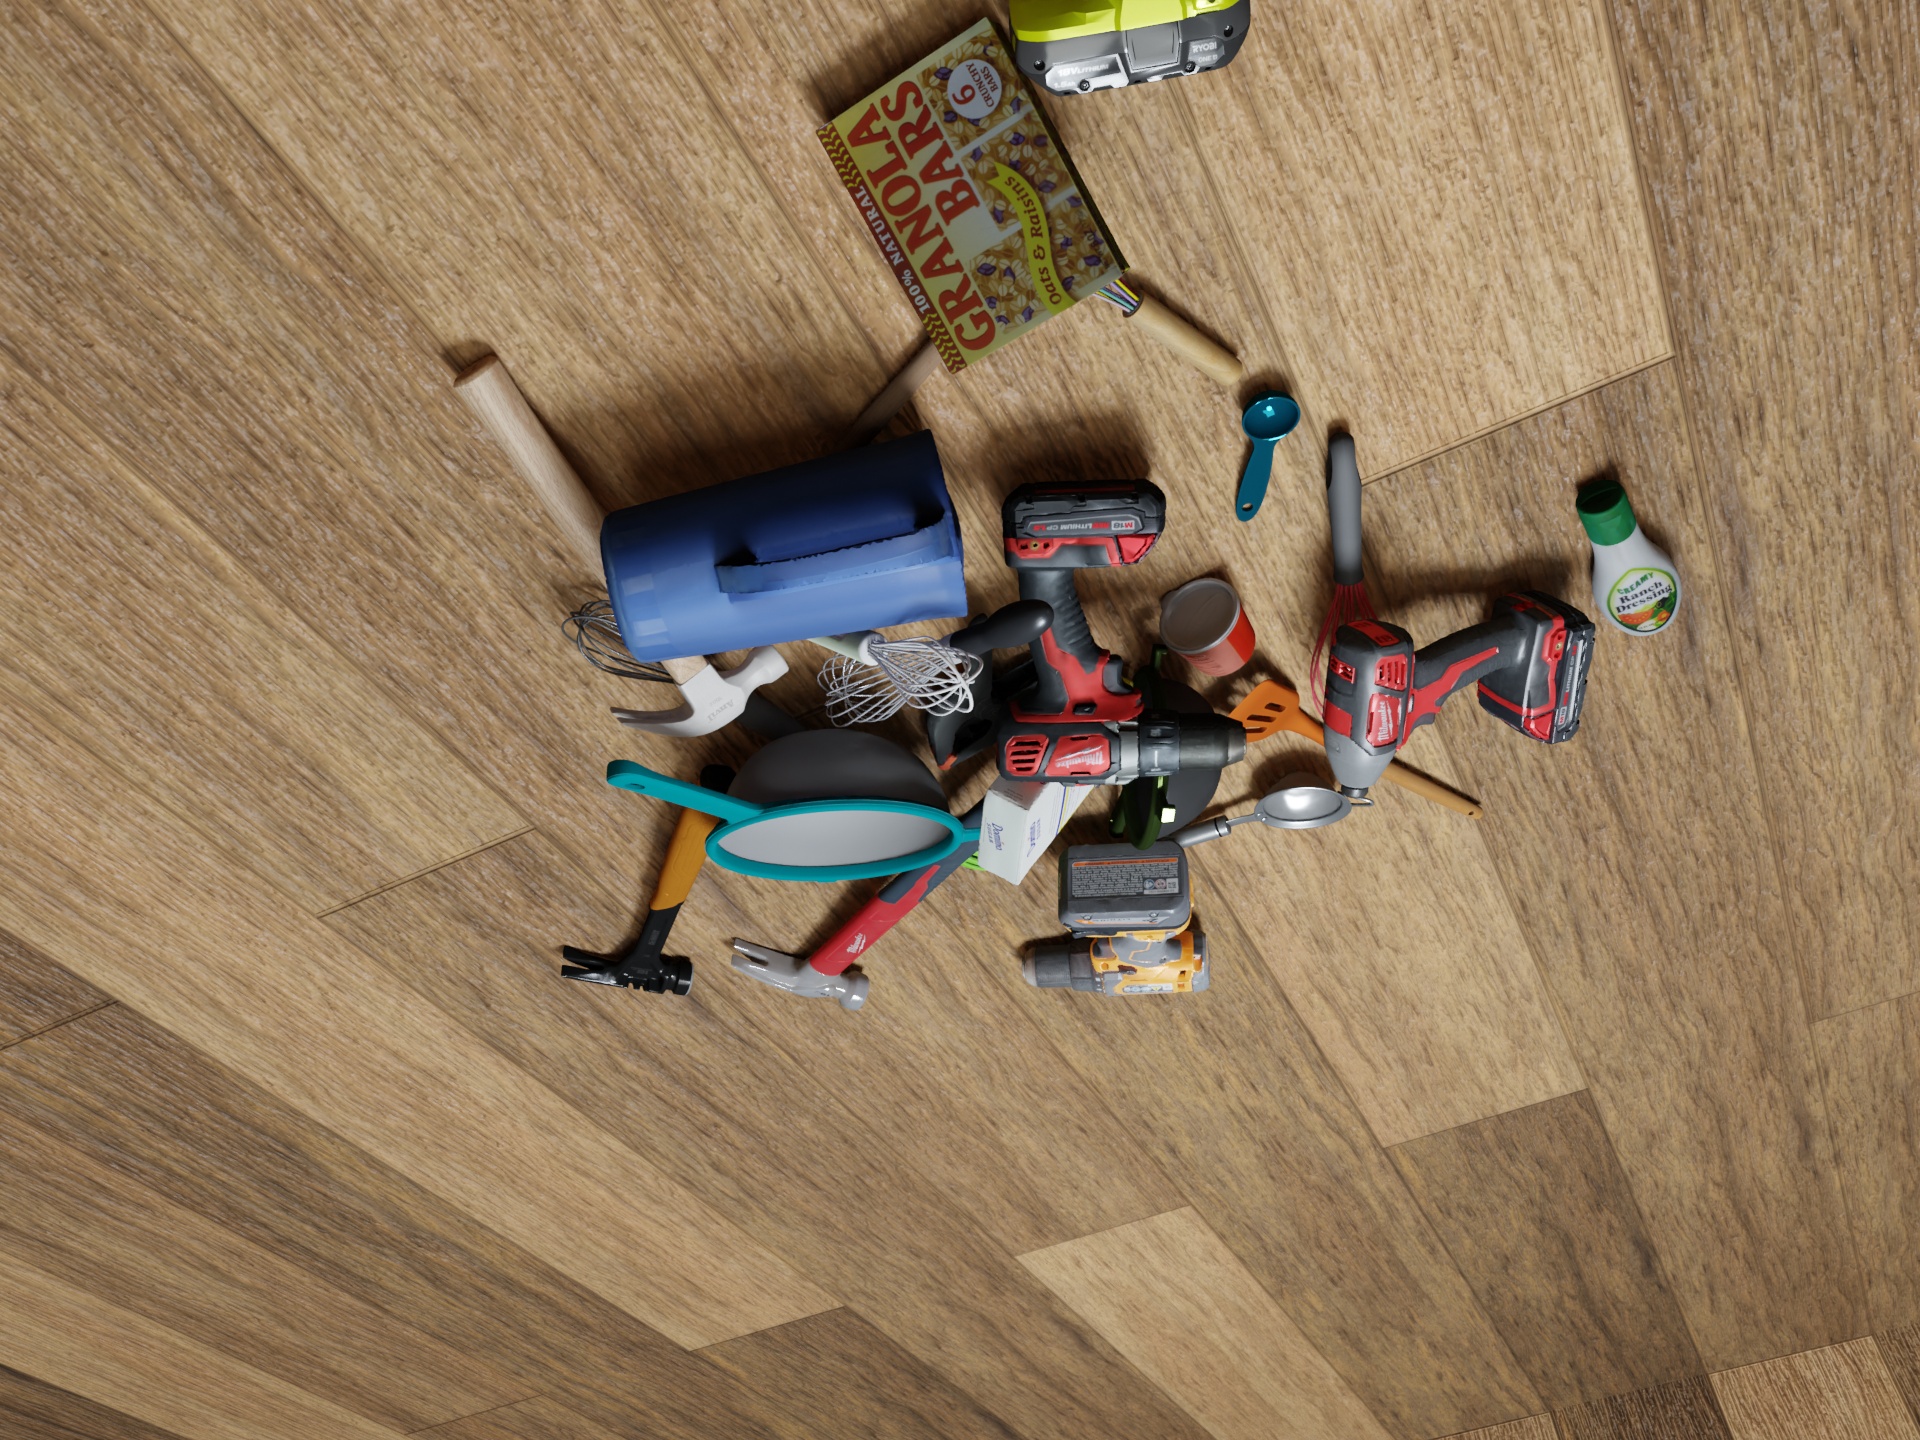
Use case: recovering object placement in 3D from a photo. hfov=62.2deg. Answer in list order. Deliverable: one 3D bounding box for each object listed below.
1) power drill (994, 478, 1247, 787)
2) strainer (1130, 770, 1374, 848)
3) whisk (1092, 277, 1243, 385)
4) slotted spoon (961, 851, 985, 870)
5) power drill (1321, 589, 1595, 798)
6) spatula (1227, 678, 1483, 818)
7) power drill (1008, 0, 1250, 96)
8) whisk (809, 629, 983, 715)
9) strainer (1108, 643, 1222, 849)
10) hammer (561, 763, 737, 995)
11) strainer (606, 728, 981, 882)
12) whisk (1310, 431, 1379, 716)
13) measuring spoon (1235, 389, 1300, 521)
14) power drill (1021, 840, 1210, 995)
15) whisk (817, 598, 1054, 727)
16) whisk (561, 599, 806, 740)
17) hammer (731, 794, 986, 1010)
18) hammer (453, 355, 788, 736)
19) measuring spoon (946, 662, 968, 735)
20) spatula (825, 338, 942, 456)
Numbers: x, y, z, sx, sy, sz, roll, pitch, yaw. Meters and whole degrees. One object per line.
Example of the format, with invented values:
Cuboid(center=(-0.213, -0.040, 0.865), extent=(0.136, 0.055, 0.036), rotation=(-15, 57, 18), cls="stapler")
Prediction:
Cuboid(center=(0.116, -0.060, 1.172), extent=(0.188, 0.080, 0.226), rotation=(-1, 106, 6), cls="power drill")
Cuboid(center=(0.246, 0.091, 1.447), extent=(0.258, 0.050, 0.086), rotation=(-19, 145, 22), cls="strainer")
Cuboid(center=(0.101, -0.286, 1.048), extent=(0.244, 0.051, 0.047), rotation=(25, 122, -31), cls="whisk")
Cuboid(center=(-0.087, 0.102, 1.436), extent=(0.313, 0.031, 0.070), rotation=(7, 139, -10), cls="slotted spoon")
Cuboid(center=(0.383, -0.020, 1.252), extent=(0.219, 0.079, 0.143), rotation=(-12, 119, -21), cls="power drill")
Cuboid(center=(0.352, 0.036, 1.400), extent=(0.322, 0.041, 0.081), rotation=(23, 122, -27), cls="spatula")
Cuboid(center=(0.067, -0.462, 0.843), extent=(0.190, 0.080, 0.228), rotation=(-9, 133, 3), cls="power drill")
Cuboid(center=(-0.060, -0.051, 1.160), extent=(0.058, 0.246, 0.059), rotation=(-39, 121, -18), cls="whisk")
Cuboid(center=(0.174, 0.052, 1.345), extent=(0.069, 0.152, 0.256), rotation=(2, 157, -3), cls="strainer")
Cuboid(center=(-0.268, 0.149, 1.443), extent=(0.127, 0.034, 0.336), rotation=(12, 137, -18), cls="hammer")
Cuboid(center=(-0.145, 0.046, 1.265), extent=(0.211, 0.095, 0.340), rotation=(-19, 154, 34), cls="strainer")
Cuboid(center=(0.305, -0.098, 1.249), extent=(0.073, 0.073, 0.295), rotation=(-11, 130, 5), cls="whisk")
Cuboid(center=(0.219, -0.197, 1.173), extent=(0.042, 0.021, 0.128), rotation=(-2, 145, -4), cls="measuring spoon")
Cuboid(center=(0.139, 0.199, 1.506), extent=(0.185, 0.084, 0.226), rotation=(-4, 148, 10), cls="power drill")
Cuboid(center=(-0.022, -0.048, 1.187), extent=(0.070, 0.070, 0.284), rotation=(27, 154, -28), cls="whisk")
Cuboid(center=(-0.215, -0.031, 1.275), extent=(0.055, 0.055, 0.238), rotation=(-36, 133, 27), cls="whisk")
Cuboid(center=(-0.067, 0.155, 1.450), extent=(0.143, 0.038, 0.386), rotation=(23, 136, -22), cls="hammer")
Cuboid(center=(-0.258, -0.117, 1.157), extent=(0.130, 0.031, 0.331), rotation=(-39, 125, -11), cls="hammer")
Cuboid(center=(-0.002, -0.004, 1.345), extent=(0.021, 0.011, 0.116), rotation=(-2, 135, -3), cls="measuring spoon")
Cuboid(center=(-0.092, -0.182, 1.152), extent=(0.059, 0.018, 0.316), rotation=(25, 129, -30), cls="spatula")
